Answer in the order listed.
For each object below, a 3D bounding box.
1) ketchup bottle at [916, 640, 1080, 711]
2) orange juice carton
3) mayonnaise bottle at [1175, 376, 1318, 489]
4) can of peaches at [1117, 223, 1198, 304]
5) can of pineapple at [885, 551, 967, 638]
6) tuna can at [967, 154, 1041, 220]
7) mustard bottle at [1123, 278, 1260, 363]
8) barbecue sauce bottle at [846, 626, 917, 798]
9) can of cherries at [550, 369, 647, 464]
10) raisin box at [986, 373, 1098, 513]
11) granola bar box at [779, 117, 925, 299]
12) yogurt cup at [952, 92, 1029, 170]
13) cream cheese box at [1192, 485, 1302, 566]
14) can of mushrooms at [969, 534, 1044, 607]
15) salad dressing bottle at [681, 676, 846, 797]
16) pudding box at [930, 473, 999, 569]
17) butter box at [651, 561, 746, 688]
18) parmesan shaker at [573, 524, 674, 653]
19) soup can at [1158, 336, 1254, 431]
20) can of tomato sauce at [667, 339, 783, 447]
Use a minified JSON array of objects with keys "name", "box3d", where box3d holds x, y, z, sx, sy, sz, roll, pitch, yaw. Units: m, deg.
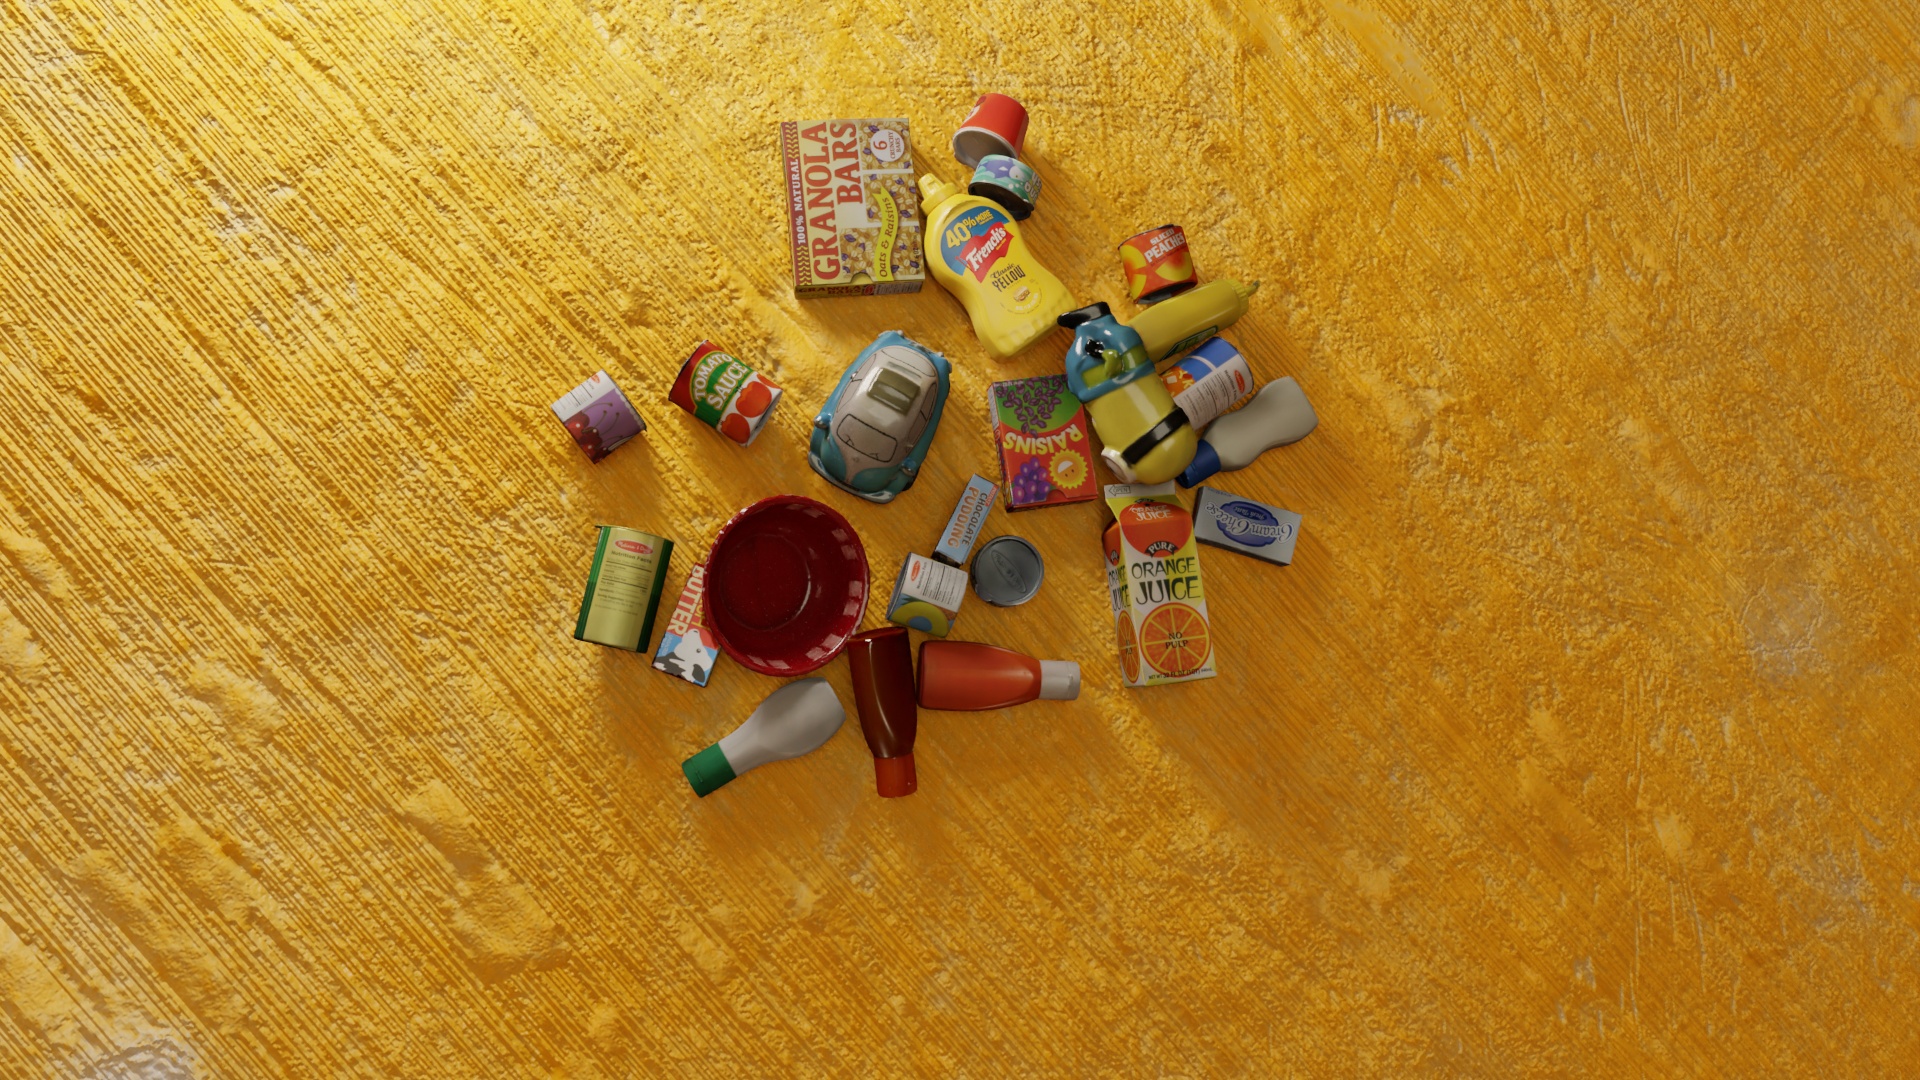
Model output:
[{"name":"ketchup bottle","box3d":[0.035,0.127,1.281,0.149,0.043,0.065,4,84,-9]},{"name":"orange juice carton","box3d":[0.182,0.039,1.303,0.072,0.073,0.193,-7,82,-9]},{"name":"mayonnaise bottle","box3d":[0.273,-0.101,1.355,0.148,0.041,0.065,-30,86,-11]},{"name":"can of peaches","box3d":[0.193,-0.268,1.351,0.071,0.071,0.058,-14,86,-11]},{"name":"can of pineapple","box3d":[-0.031,0.051,1.272,0.058,0.071,0.071,20,80,-6]},{"name":"tuna can","box3d":[0.045,-0.340,1.339,0.071,0.071,0.033,24,79,-5]},{"name":"mustard bottle","box3d":[0.231,-0.220,1.355,0.161,0.065,0.049,-27,83,-16]},{"name":"barbecue sauce bottle","box3d":[-0.065,0.155,1.250,0.043,0.065,0.148,-4,96,35]},{"name":"can of cherries","box3d":[-0.324,-0.109,1.249,0.058,0.071,0.071,-38,89,-12]},{"name":"raisin box","box3d":[0.078,-0.093,1.323,0.086,0.040,0.123,-7,84,-11]},{"name":"granola bar box","box3d":[-0.104,-0.318,1.327,0.124,0.039,0.165,-5,82,-9]},{"name":"yogurt cup","box3d":[0.033,-0.396,1.349,0.072,0.072,0.054,24,71,-5]},{"name":"cream cheese box","box3d":[0.276,-0.013,1.350,0.104,0.024,0.053,16,81,-6]},{"name":"can of mushrooms","box3d":[0.041,0.031,1.302,0.071,0.033,0.071,1,82,-9]},{"name":"salad dressing bottle","box3d":[-0.176,0.177,1.241,0.148,0.044,0.064,-29,89,-11]},{"name":"pudding box","box3d":[0.005,-0.016,1.295,0.030,0.049,0.084,27,79,-3]},{"name":"butter box","box3d":[-0.236,0.076,1.256,0.053,0.024,0.103,22,79,-6]},{"name":"parmesan shaker","box3d":[-0.301,0.043,1.229,0.071,0.071,0.103,13,81,-7]},{"name":"soup can","box3d":[0.229,-0.148,1.344,0.084,0.071,0.071,-35,89,-11]},{"name":"can of tomato sauce","box3d":[-0.213,-0.134,1.267,0.083,0.071,0.071,32,79,-4]}]
